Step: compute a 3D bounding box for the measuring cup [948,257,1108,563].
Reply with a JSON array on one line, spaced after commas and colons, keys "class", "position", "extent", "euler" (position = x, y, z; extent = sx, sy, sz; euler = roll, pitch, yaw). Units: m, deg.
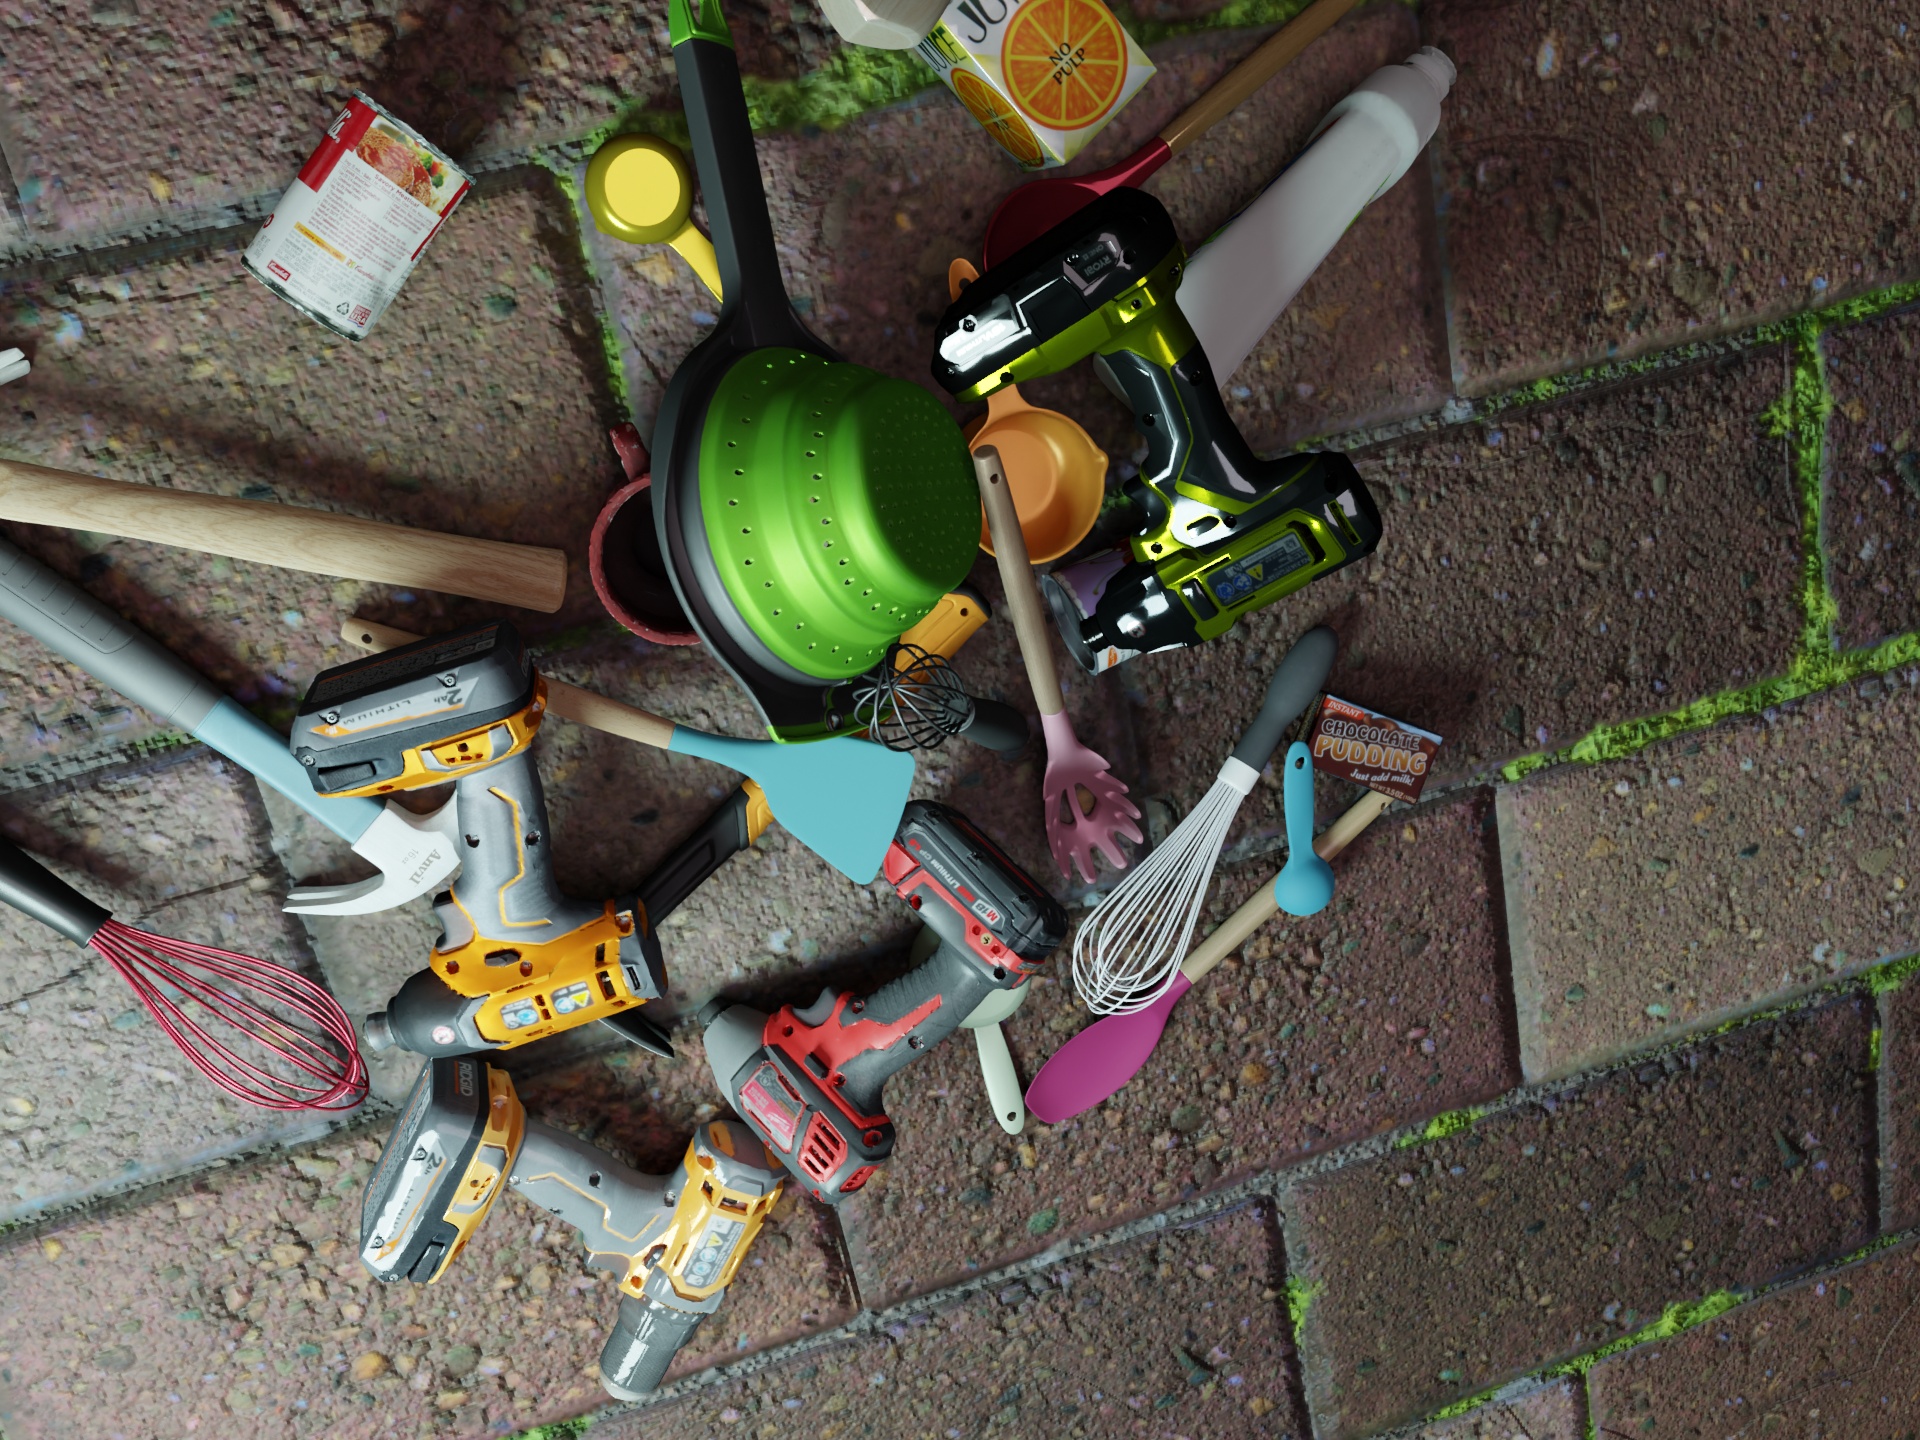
[{"class": "measuring cup", "position": [0.020, -0.175, 0.900], "extent": [0.095, 0.052, 0.173], "euler": [-22, 108, -8]}]

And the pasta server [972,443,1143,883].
[{"class": "pasta server", "position": [0.050, -0.022, 0.900], "extent": [0.060, 0.040, 0.315], "euler": [-26, 134, -8]}]

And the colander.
[{"class": "colander", "position": [-0.070, -0.191, 0.807], "extent": [0.204, 0.094, 0.397], "euler": [-17, 96, -56]}]

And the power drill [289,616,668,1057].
[{"class": "power drill", "position": [-0.267, 0.076, 0.842], "extent": [0.164, 0.084, 0.226], "euler": [-18, 114, -5]}]

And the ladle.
[{"class": "ladle", "position": [0.134, -0.341, 0.897], "extent": [0.315, 0.031, 0.069], "euler": [-40, 117, -3]}]

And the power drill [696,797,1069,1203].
[{"class": "power drill", "position": [-0.053, 0.159, 0.939], "extent": [0.143, 0.078, 0.219], "euler": [42, 95, 20]}]

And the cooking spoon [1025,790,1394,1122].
[{"class": "cooking spoon", "position": [0.166, 0.150, 1.045], "extent": [0.319, 0.017, 0.068], "euler": [-42, 128, -1]}]

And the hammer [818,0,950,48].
[{"class": "hammer", "position": [0.068, -0.484, 0.780], "extent": [0.146, 0.038, 0.411], "euler": [46, 75, -20]}]

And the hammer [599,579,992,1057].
[{"class": "hammer", "position": [-0.105, 0.046, 0.936], "extent": [0.337, 0.034, 0.127], "euler": [-44, 110, 0]}]

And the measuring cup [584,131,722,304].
[{"class": "measuring cup", "position": [-0.135, -0.246, 0.848], "extent": [0.062, 0.029, 0.156], "euler": [-45, 109, 1]}]

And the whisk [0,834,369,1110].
[{"class": "whisk", "position": [-0.447, 0.124, 0.857], "extent": [0.295, 0.073, 0.073], "euler": [39, 93, -16]}]

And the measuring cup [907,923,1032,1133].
[{"class": "measuring cup", "position": [0.020, 0.197, 1.007], "extent": [0.083, 0.038, 0.167], "euler": [-18, 107, -10]}]

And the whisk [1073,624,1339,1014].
[{"class": "whisk", "position": [0.158, 0.062, 1.002], "extent": [0.070, 0.070, 0.284], "euler": [32, 89, -20]}]

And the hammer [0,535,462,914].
[{"class": "hammer", "position": [-0.409, -0.013, 0.840], "extent": [0.330, 0.033, 0.128], "euler": [40, 91, -21]}]

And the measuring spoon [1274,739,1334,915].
[{"class": "measuring spoon", "position": [0.220, 0.072, 1.008], "extent": [0.042, 0.021, 0.128], "euler": [-17, 119, -16]}]

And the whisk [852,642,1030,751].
[{"class": "whisk", "position": [0.000, -0.002, 0.865], "extent": [0.055, 0.239, 0.055], "euler": [-2, 84, 18]}]

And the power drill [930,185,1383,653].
[{"class": "power drill", "position": [0.091, -0.142, 0.827], "extent": [0.171, 0.080, 0.223], "euler": [-28, 113, 25]}]

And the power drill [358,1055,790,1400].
[{"class": "power drill", "position": [-0.238, 0.309, 0.952], "extent": [0.226, 0.084, 0.185], "euler": [23, 100, -24]}]

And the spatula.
[{"class": "spatula", "position": [-0.184, 0.002, 0.874], "extent": [0.317, 0.044, 0.082], "euler": [19, 104, -9]}]

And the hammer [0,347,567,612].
[{"class": "hammer", "position": [-0.369, -0.101, 0.812], "extent": [0.331, 0.031, 0.130], "euler": [8, 82, -22]}]
